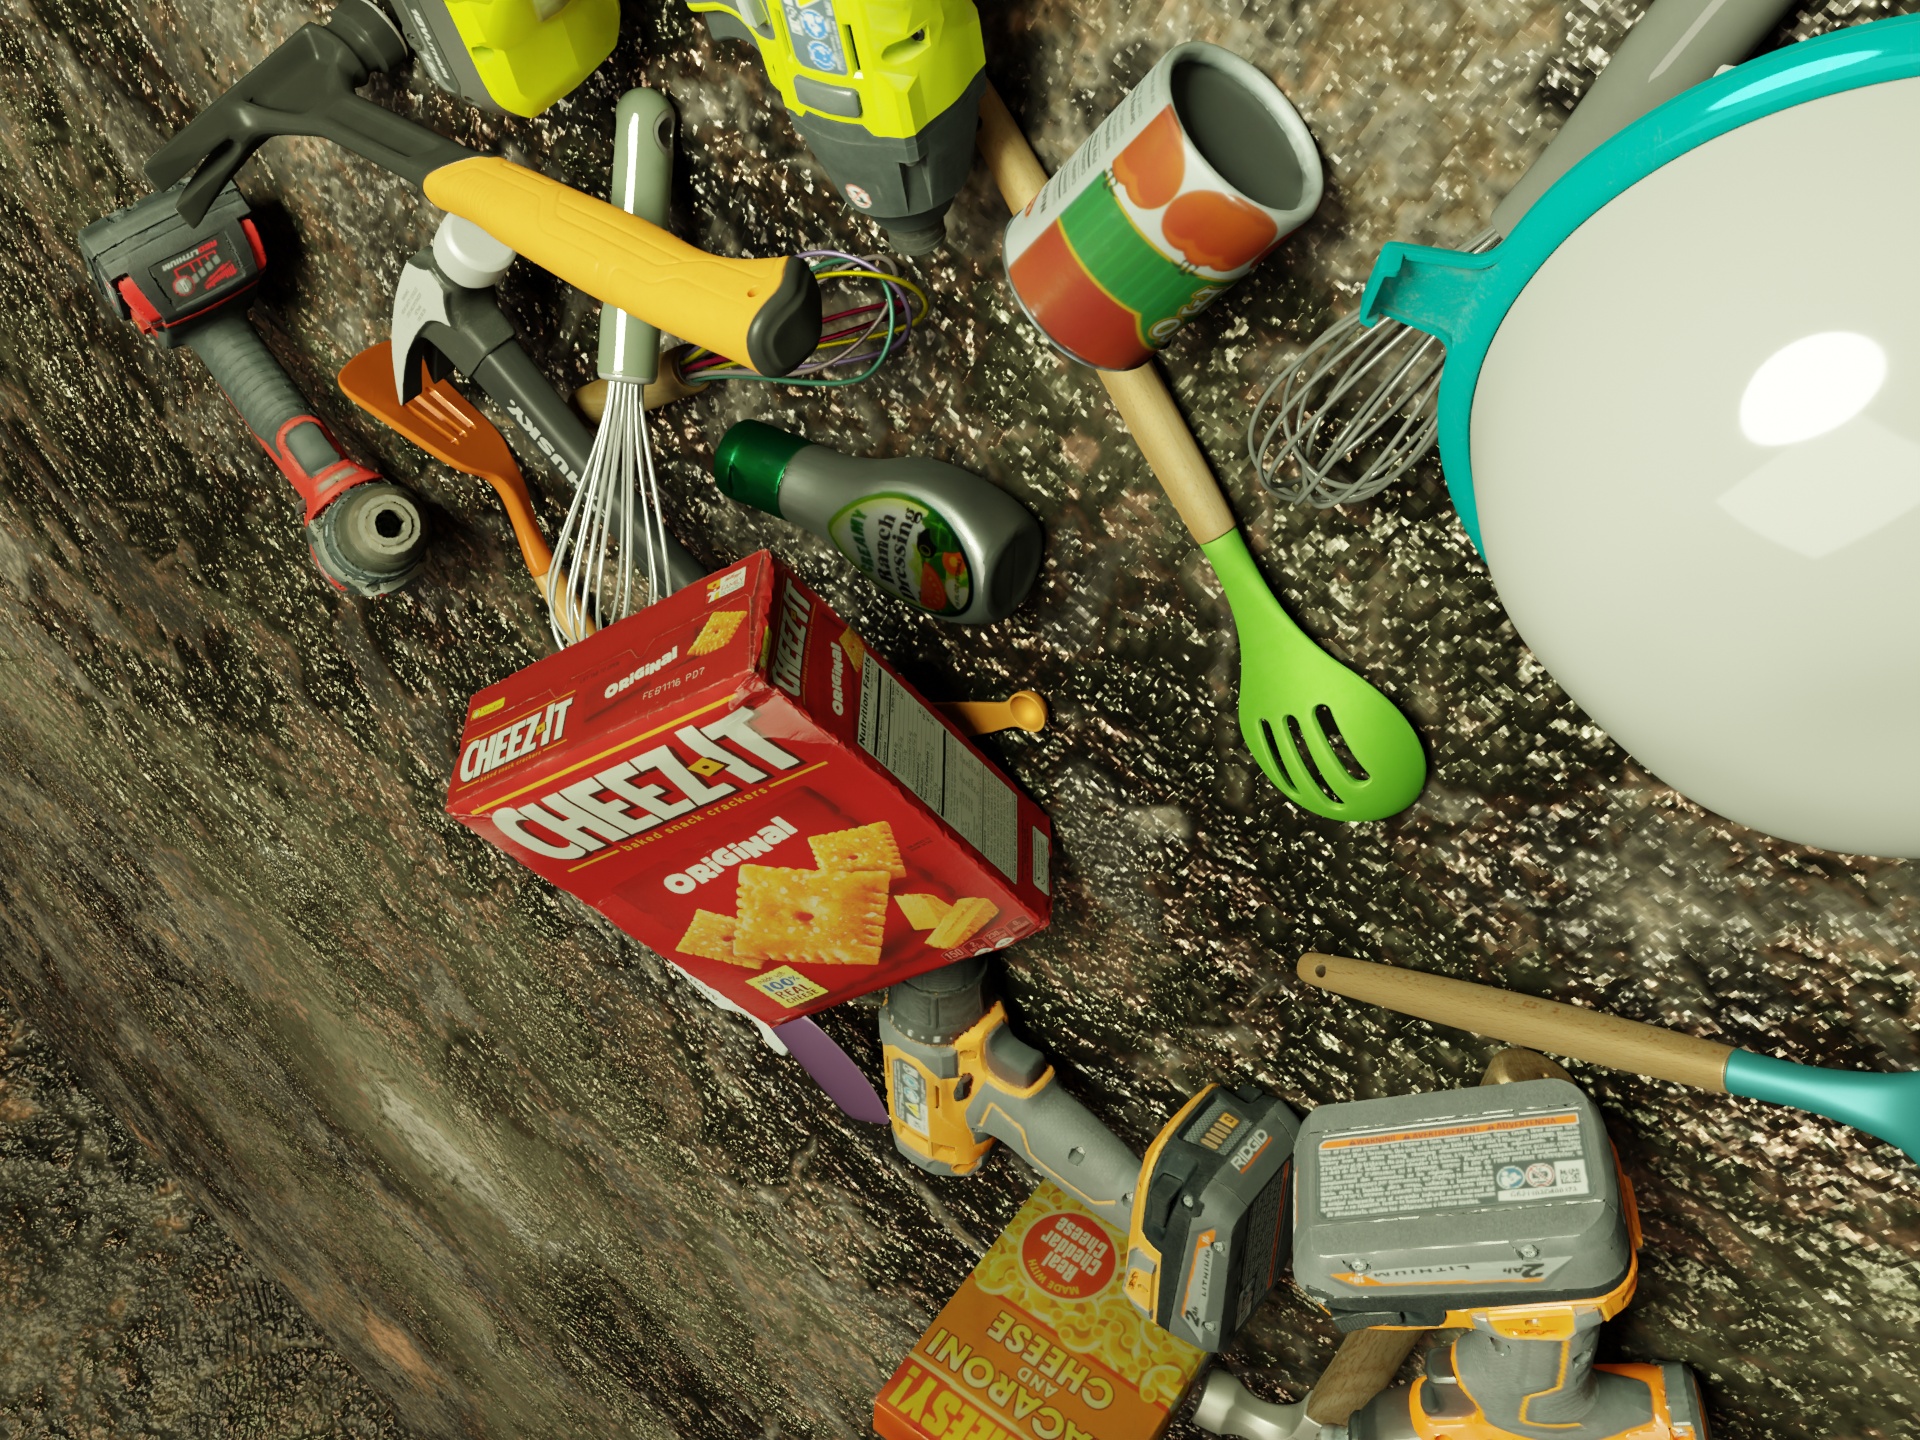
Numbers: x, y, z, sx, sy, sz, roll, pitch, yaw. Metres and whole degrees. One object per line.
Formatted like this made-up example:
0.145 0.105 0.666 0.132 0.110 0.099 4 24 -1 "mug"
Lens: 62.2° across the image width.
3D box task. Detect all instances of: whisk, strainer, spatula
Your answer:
0.160 -0.142 0.456 0.055 0.055 0.239 44 135 6 "whisk"
-0.141 -0.136 0.667 0.059 0.058 0.246 10 102 15 "whisk"
0.242 0.006 0.381 0.211 0.095 0.340 -10 133 40 "strainer"
-0.136 0.110 0.853 0.060 0.018 0.315 -10 122 51 "spatula"
0.238 0.113 0.553 0.318 0.044 0.082 6 81 51 "spatula"
-0.219 -0.057 0.856 0.041 0.081 0.322 -19 115 14 "spatula"
-0.100 -0.154 0.682 0.245 0.047 0.051 -4 106 48 "whisk"

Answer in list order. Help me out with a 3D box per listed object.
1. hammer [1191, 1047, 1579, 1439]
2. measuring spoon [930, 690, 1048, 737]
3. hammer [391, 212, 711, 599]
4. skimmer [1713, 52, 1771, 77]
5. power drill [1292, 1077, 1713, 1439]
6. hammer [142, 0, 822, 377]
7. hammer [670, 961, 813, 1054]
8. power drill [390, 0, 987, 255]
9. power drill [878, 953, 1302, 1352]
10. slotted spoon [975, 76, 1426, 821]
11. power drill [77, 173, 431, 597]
0.207 0.266 0.730 0.130 0.031 0.331 22 131 13 "hammer"
-0.001 -0.002 0.736 0.117 0.011 0.021 -6 117 48 "measuring spoon"
-0.145 -0.077 0.760 0.334 0.035 0.146 51 149 -13 "hammer"
0.311 -0.080 0.331 0.363 0.090 0.127 14 133 33 "skimmer"
0.204 0.250 0.642 0.164 0.084 0.226 -13 124 21 "power drill"
-0.187 -0.201 0.626 0.337 0.127 0.034 31 161 29 "hammer"
-0.116 0.073 0.838 0.128 0.033 0.330 36 147 10 "hammer"
-0.096 -0.250 0.534 0.223 0.080 0.171 25 152 26 "power drill"
0.052 0.183 0.781 0.226 0.084 0.185 24 132 32 "power drill"
0.080 -0.089 0.581 0.070 0.031 0.313 -19 105 48 "slotted spoon"
-0.355 -0.165 0.834 0.226 0.080 0.188 60 160 -15 "power drill"
